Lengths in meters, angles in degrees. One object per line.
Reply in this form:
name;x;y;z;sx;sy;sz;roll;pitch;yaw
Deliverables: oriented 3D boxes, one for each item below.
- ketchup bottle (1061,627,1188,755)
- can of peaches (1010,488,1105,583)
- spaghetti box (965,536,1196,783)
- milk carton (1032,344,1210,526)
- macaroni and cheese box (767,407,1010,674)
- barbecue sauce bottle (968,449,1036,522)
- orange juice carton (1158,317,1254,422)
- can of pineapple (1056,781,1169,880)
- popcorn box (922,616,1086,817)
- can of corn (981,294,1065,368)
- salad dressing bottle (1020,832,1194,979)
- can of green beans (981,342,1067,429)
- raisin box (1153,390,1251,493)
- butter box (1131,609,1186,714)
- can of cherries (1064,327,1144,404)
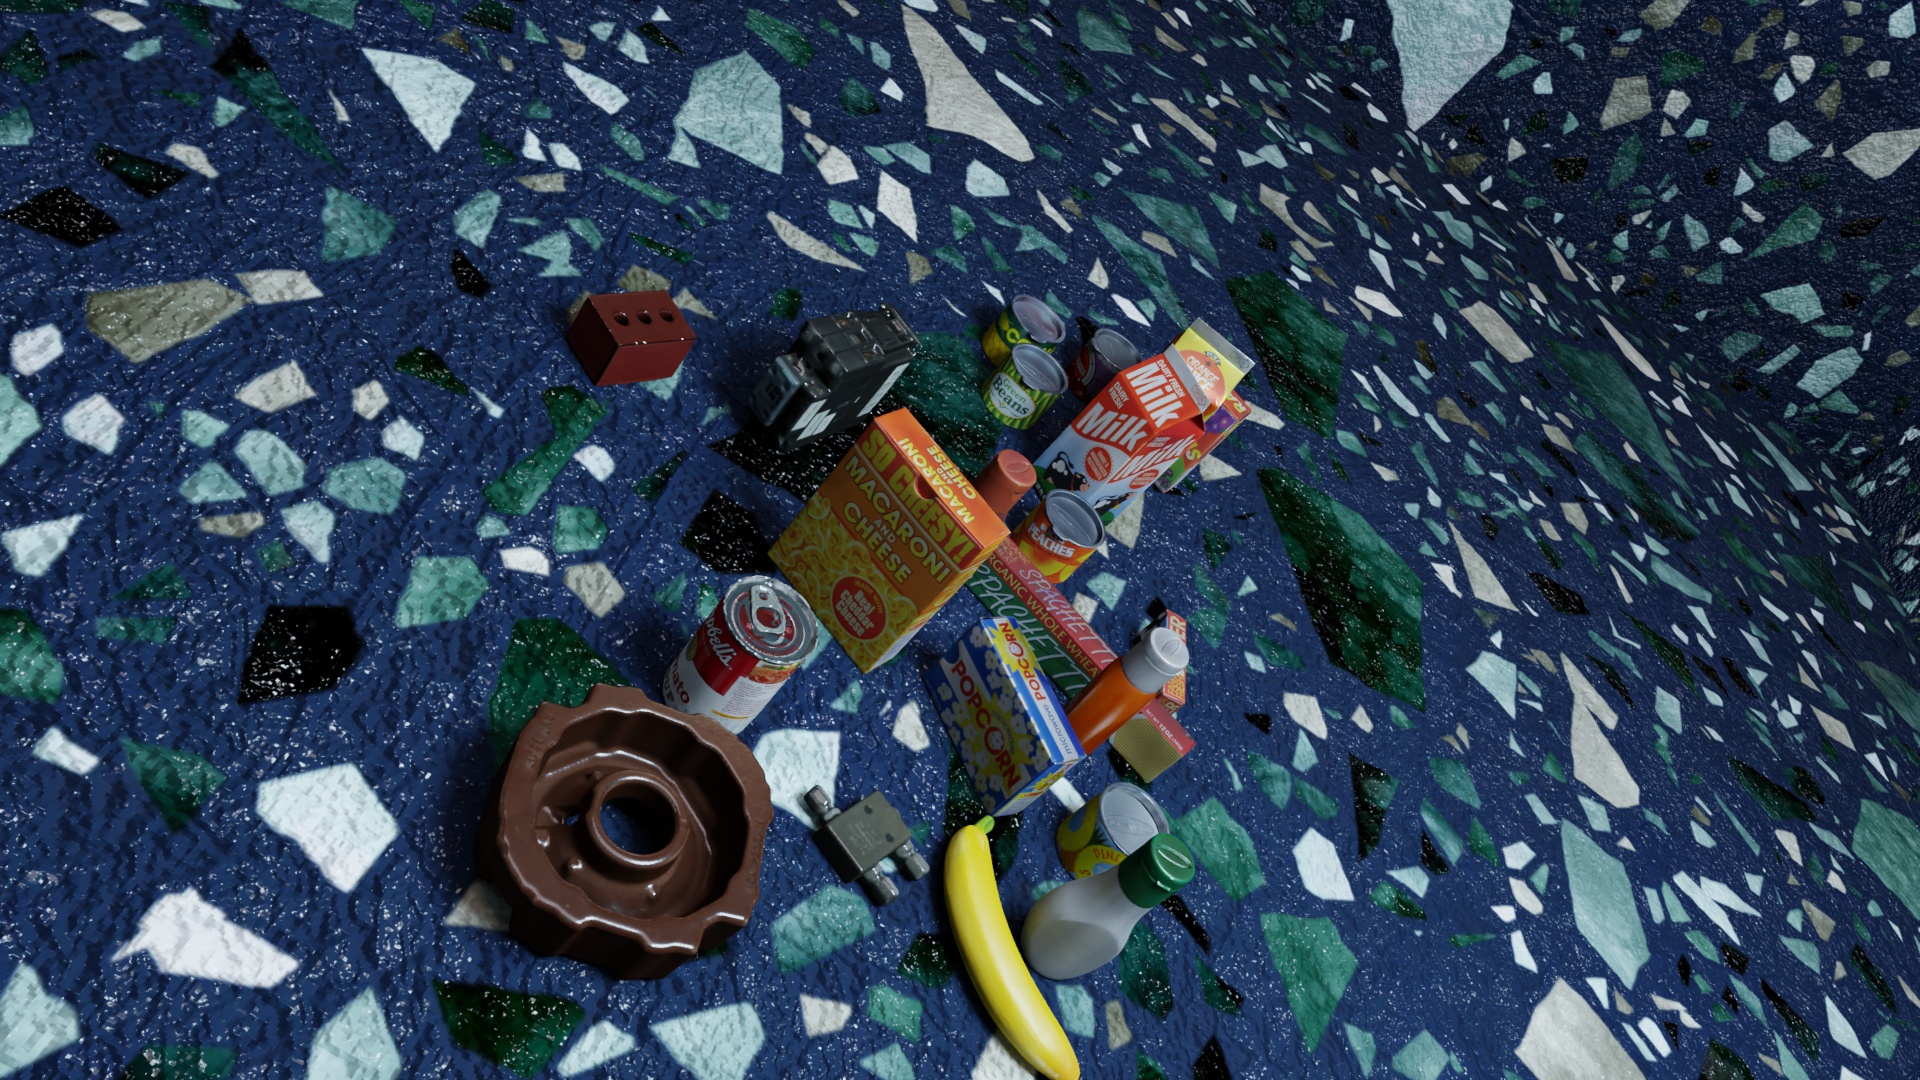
ketchup bottle;0.117;0.123;1.076;0.043;0.148;0.065;49;38;8
can of peaches;0.086;-0.002;1.243;0.071;0.057;0.071;24;41;-23
spaghetti box;0.092;0.093;1.162;0.250;0.050;0.029;48;38;7
milk carton;0.153;-0.093;1.281;0.073;0.189;0.072;-4;57;-44
macaroni and cheese box;-0.057;0.003;1.024;0.124;0.165;0.040;50;38;10
barbecue sauce bottle;0.004;-0.014;1.108;0.065;0.147;0.044;-9;61;-46
orange juice carton;0.198;-0.131;1.356;0.072;0.191;0.073;40;37;-3
can of pineapple;0.114;0.226;1.048;0.071;0.057;0.071;24;41;-23
popcorn box;0.031;0.132;1.043;0.038;0.084;0.127;-2;56;-43
can of corn;0.063;-0.206;1.420;0.071;0.058;0.071;24;41;-23
salad dressing bottle;0.099;0.248;0.940;0.064;0.147;0.044;32;38;-13
can of green beans;0.062;-0.151;1.366;0.071;0.057;0.071;24;41;-23
raisin box;0.225;-0.121;1.426;0.086;0.122;0.040;50;38;10
butter box;0.171;0.114;1.210;0.024;0.053;0.104;30;39;-16
can of cherries;0.150;-0.183;1.473;0.071;0.058;0.072;24;41;-23
